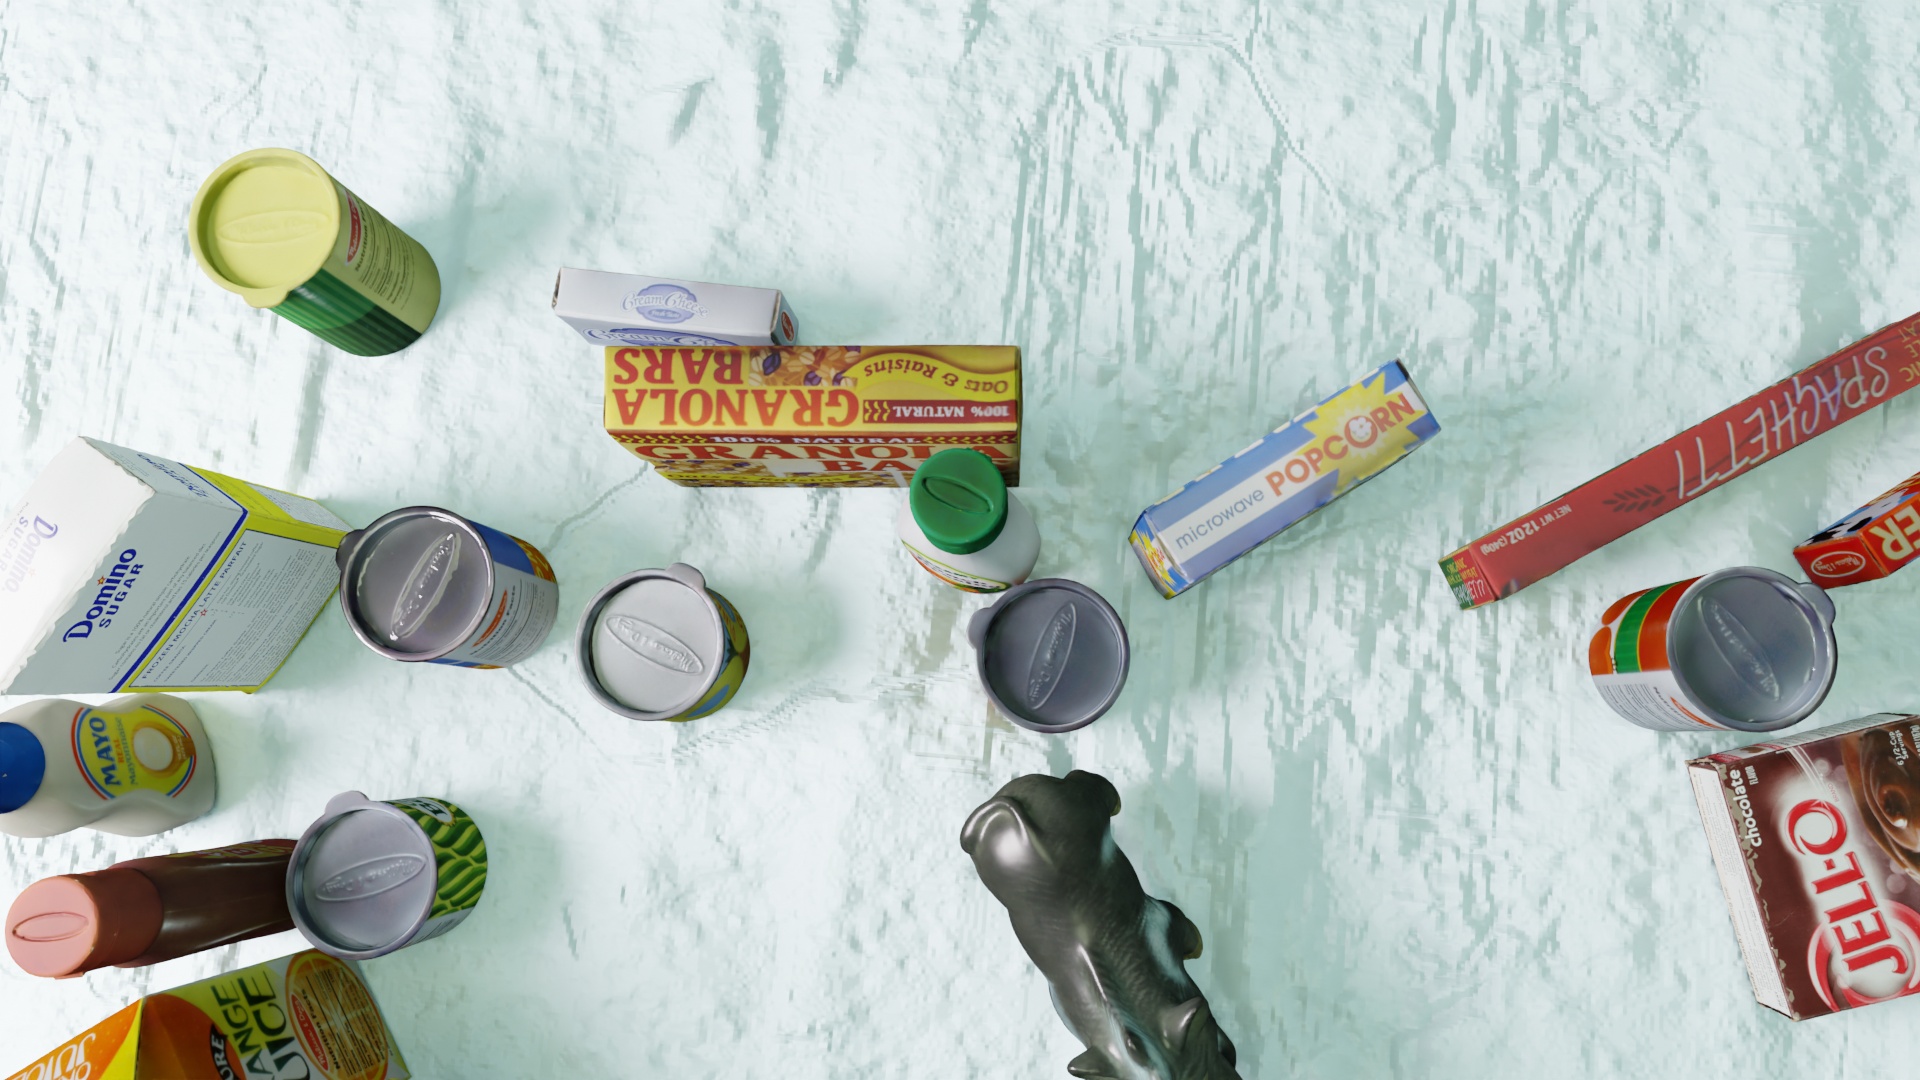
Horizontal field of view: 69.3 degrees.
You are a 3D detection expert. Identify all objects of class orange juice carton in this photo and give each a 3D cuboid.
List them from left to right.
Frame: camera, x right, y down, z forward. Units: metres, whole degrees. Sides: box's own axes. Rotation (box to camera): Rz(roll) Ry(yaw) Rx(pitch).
[{"bbox_3d":[-0.299,0.217,0.539,0.072,0.192,0.073,-30,82,-2],"label":"orange juice carton"}]

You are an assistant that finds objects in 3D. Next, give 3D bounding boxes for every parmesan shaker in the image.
[{"bbox_3d":[-0.291,-0.125,0.636,0.071,0.103,0.071,0,82,3],"label":"parmesan shaker"}]

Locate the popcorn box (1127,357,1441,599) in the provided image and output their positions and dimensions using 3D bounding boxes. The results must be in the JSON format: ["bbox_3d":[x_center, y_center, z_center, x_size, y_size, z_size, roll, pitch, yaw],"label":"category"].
[{"bbox_3d":[0.138,-0.023,0.609,0.127,0.085,0.038,-31,82,-2],"label":"popcorn box"}]

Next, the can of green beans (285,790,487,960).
[{"bbox_3d":[-0.252,0.148,0.615,0.071,0.057,0.071,0,82,3],"label":"can of green beans"}]

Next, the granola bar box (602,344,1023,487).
[{"bbox_3d":[-0.056,-0.050,0.603,0.166,0.124,0.039,0,82,3],"label":"granola bar box"}]

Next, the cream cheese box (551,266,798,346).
[{"bbox_3d":[-0.131,-0.104,0.650,0.104,0.053,0.024,6,82,4],"label":"cream cheese box"}]

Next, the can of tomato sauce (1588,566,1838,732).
[{"bbox_3d":[0.317,0.047,0.591,0.071,0.083,0.071,0,82,3],"label":"can of tomato sauce"}]

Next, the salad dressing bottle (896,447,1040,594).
[{"bbox_3d":[0.002,-0.007,0.582,0.064,0.147,0.044,24,84,6],"label":"salad dressing bottle"}]

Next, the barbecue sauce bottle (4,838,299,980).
[{"bbox_3d":[-0.323,0.150,0.572,0.065,0.148,0.044,-6,82,2],"label":"barbecue sauce bottle"}]

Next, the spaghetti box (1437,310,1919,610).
[{"bbox_3d":[0.334,-0.038,0.620,0.250,0.050,0.029,-27,81,-2],"label":"spaghetti box"}]

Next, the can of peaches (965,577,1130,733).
[{"bbox_3d":[0.038,0.051,0.616,0.071,0.058,0.071,0,82,3],"label":"can of peaches"}]

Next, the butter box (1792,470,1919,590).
[{"bbox_3d":[0.428,-0.016,0.611,0.103,0.053,0.024,-30,82,-2],"label":"butter box"}]

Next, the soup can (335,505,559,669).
[{"bbox_3d":[-0.227,0.022,0.620,0.071,0.083,0.071,0,82,3],"label":"soup can"}]

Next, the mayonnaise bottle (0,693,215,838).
[{"bbox_3d":[-0.375,0.095,0.583,0.041,0.148,0.065,-20,81,0],"label":"mayonnaise bottle"}]

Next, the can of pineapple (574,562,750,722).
[{"bbox_3d":[-0.131,0.047,0.625,0.071,0.058,0.071,0,82,3],"label":"can of pineapple"}]
